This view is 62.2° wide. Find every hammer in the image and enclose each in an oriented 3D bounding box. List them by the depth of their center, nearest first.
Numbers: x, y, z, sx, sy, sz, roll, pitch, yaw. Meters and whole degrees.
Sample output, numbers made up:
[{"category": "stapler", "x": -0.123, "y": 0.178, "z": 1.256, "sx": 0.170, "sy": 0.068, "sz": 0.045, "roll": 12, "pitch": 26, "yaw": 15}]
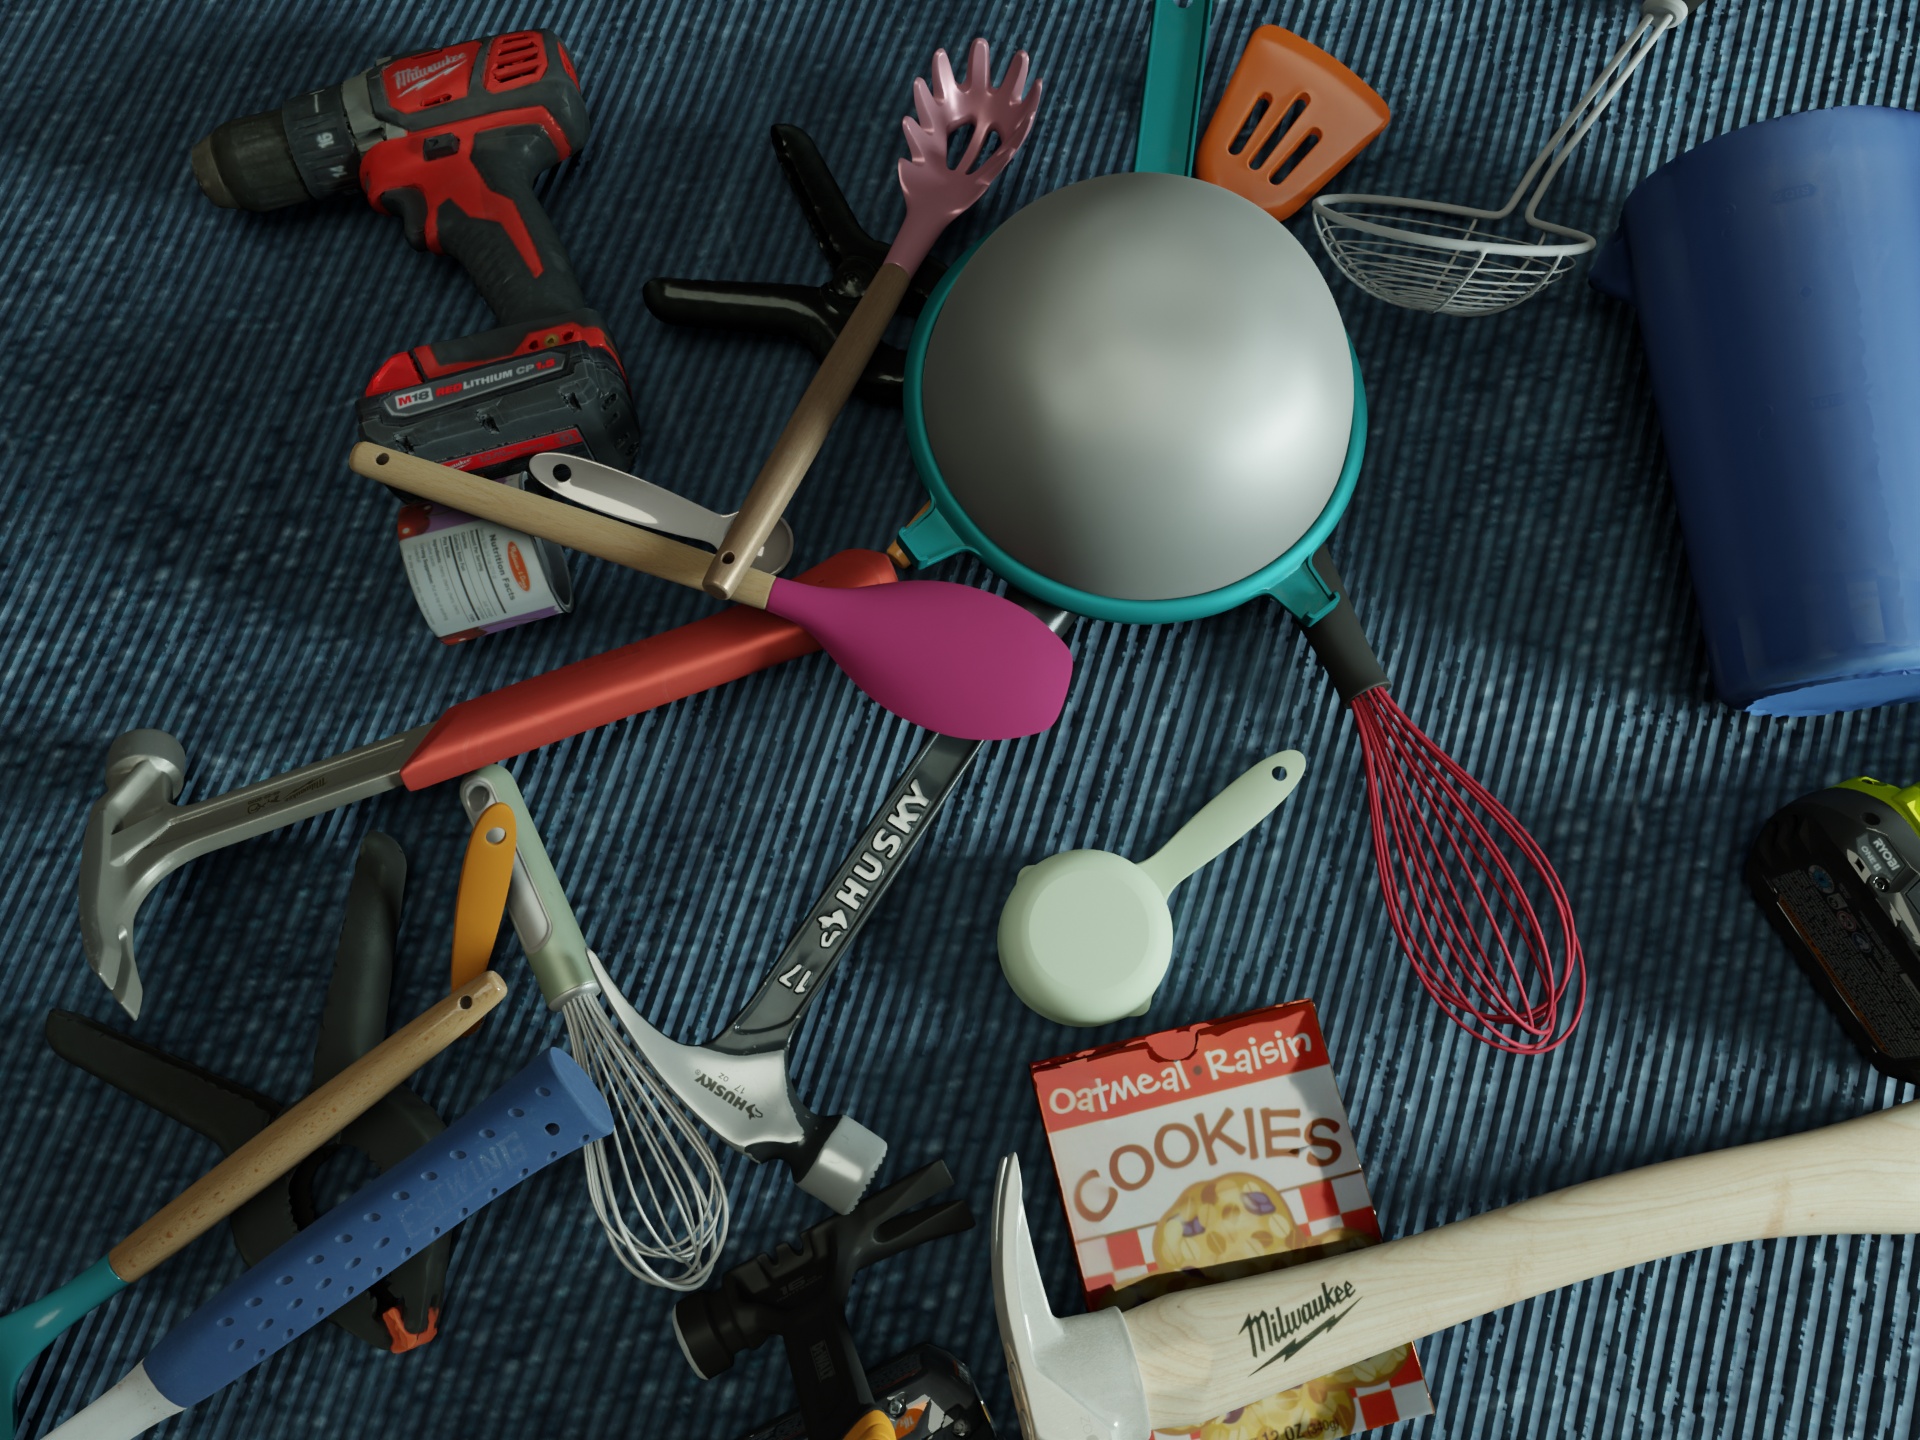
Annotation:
[{"category": "hammer", "x": -0.022, "y": 0.244, "z": 0.505, "sx": 0.127, "sy": 0.337, "sz": 0.034, "roll": -27, "pitch": 102, "yaw": -8}, {"category": "hammer", "x": -0.316, "y": 0.255, "z": 0.606, "sx": 0.405, "sy": 0.035, "sz": 0.144, "roll": -35, "pitch": 105, "yaw": -4}, {"category": "hammer", "x": 0.215, "y": 0.200, "z": 0.624, "sx": 0.410, "sy": 0.038, "sz": 0.146, "roll": -11, "pitch": 73, "yaw": -12}, {"category": "hammer", "x": -0.193, "y": 0.006, "z": 0.688, "sx": 0.359, "sy": 0.036, "sz": 0.149, "roll": -20, "pitch": 44, "yaw": -9}, {"category": "hammer", "x": -0.001, "y": -0.002, "z": 0.699, "sx": 0.149, "sy": 0.036, "sz": 0.409, "roll": 32, "pitch": 74, "yaw": 3}]

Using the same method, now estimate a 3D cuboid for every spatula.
[{"category": "spatula", "x": -0.310, "y": 0.200, "z": 0.640, "sx": 0.317, "sy": 0.044, "sz": 0.082, "roll": -37, "pitch": 79, "yaw": -2}, {"category": "spatula", "x": 0.075, "y": -0.195, "z": 0.758, "sx": 0.081, "sy": 0.041, "sz": 0.322, "roll": 40, "pitch": 80, "yaw": 9}]

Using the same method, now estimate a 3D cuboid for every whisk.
[{"category": "whisk", "x": -0.161, "y": 0.125, "z": 0.677, "sx": 0.058, "sy": 0.059, "sz": 0.246, "roll": -34, "pitch": 72, "yaw": 19}, {"category": "whisk", "x": 0.187, "y": 0.006, "z": 0.699, "sx": 0.073, "sy": 0.073, "sz": 0.296, "roll": -21, "pitch": 70, "yaw": -5}]

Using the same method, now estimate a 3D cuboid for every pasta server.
[{"category": "pasta server", "x": -0.041, "y": -0.186, "z": 0.715, "sx": 0.060, "sy": 0.040, "sz": 0.316, "roll": 21, "pitch": 65, "yaw": 10}]

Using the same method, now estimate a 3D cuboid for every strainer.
[{"category": "strainer", "x": 0.090, "y": -0.215, "z": 0.695, "sx": 0.211, "sy": 0.095, "sz": 0.340, "roll": 8, "pitch": 77, "yaw": -1}]

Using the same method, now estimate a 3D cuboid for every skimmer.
[{"category": "skimmer", "x": 0.305, "y": -0.325, "z": 0.762, "sx": 0.127, "sy": 0.090, "sz": 0.363, "roll": 29, "pitch": 73, "yaw": 38}]

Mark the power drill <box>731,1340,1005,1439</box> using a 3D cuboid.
[{"category": "power drill", "x": 0.007, "y": 0.361, "z": 0.598, "sx": 0.164, "sy": 0.084, "sz": 0.226, "roll": -25, "pitch": 81, "yaw": -7}]

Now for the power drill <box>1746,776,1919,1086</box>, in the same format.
[{"category": "power drill", "x": 0.471, "y": 0.057, "z": 0.672, "sx": 0.223, "sy": 0.080, "sz": 0.171, "roll": -27, "pitch": 77, "yaw": -9}]

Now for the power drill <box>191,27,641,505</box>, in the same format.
[{"category": "power drill", "x": -0.255, "y": -0.213, "z": 0.750, "sx": 0.188, "sy": 0.080, "sz": 0.227, "roll": -15, "pitch": 73, "yaw": -3}]

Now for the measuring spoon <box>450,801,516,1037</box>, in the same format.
[{"category": "measuring spoon", "x": -0.202, "y": 0.087, "z": 0.669, "sx": 0.021, "sy": 0.011, "sz": 0.117, "roll": 3, "pitch": 116, "yaw": -32}]

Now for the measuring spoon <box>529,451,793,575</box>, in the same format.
[{"category": "measuring spoon", "x": -0.136, "y": -0.098, "z": 0.730, "sx": 0.124, "sy": 0.018, "sz": 0.034, "roll": 19, "pitch": 103, "yaw": -13}]

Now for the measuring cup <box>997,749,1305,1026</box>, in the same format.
[{"category": "measuring cup", "x": 0.089, "y": 0.064, "z": 0.691, "sx": 0.167, "sy": 0.038, "sz": 0.083, "roll": -39, "pitch": 78, "yaw": -7}]

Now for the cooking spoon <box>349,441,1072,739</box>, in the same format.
[{"category": "cooking spoon", "x": -0.105, "y": -0.062, "z": 0.678, "sx": 0.319, "sy": 0.017, "sz": 0.069, "roll": 18, "pitch": 72, "yaw": -2}]
